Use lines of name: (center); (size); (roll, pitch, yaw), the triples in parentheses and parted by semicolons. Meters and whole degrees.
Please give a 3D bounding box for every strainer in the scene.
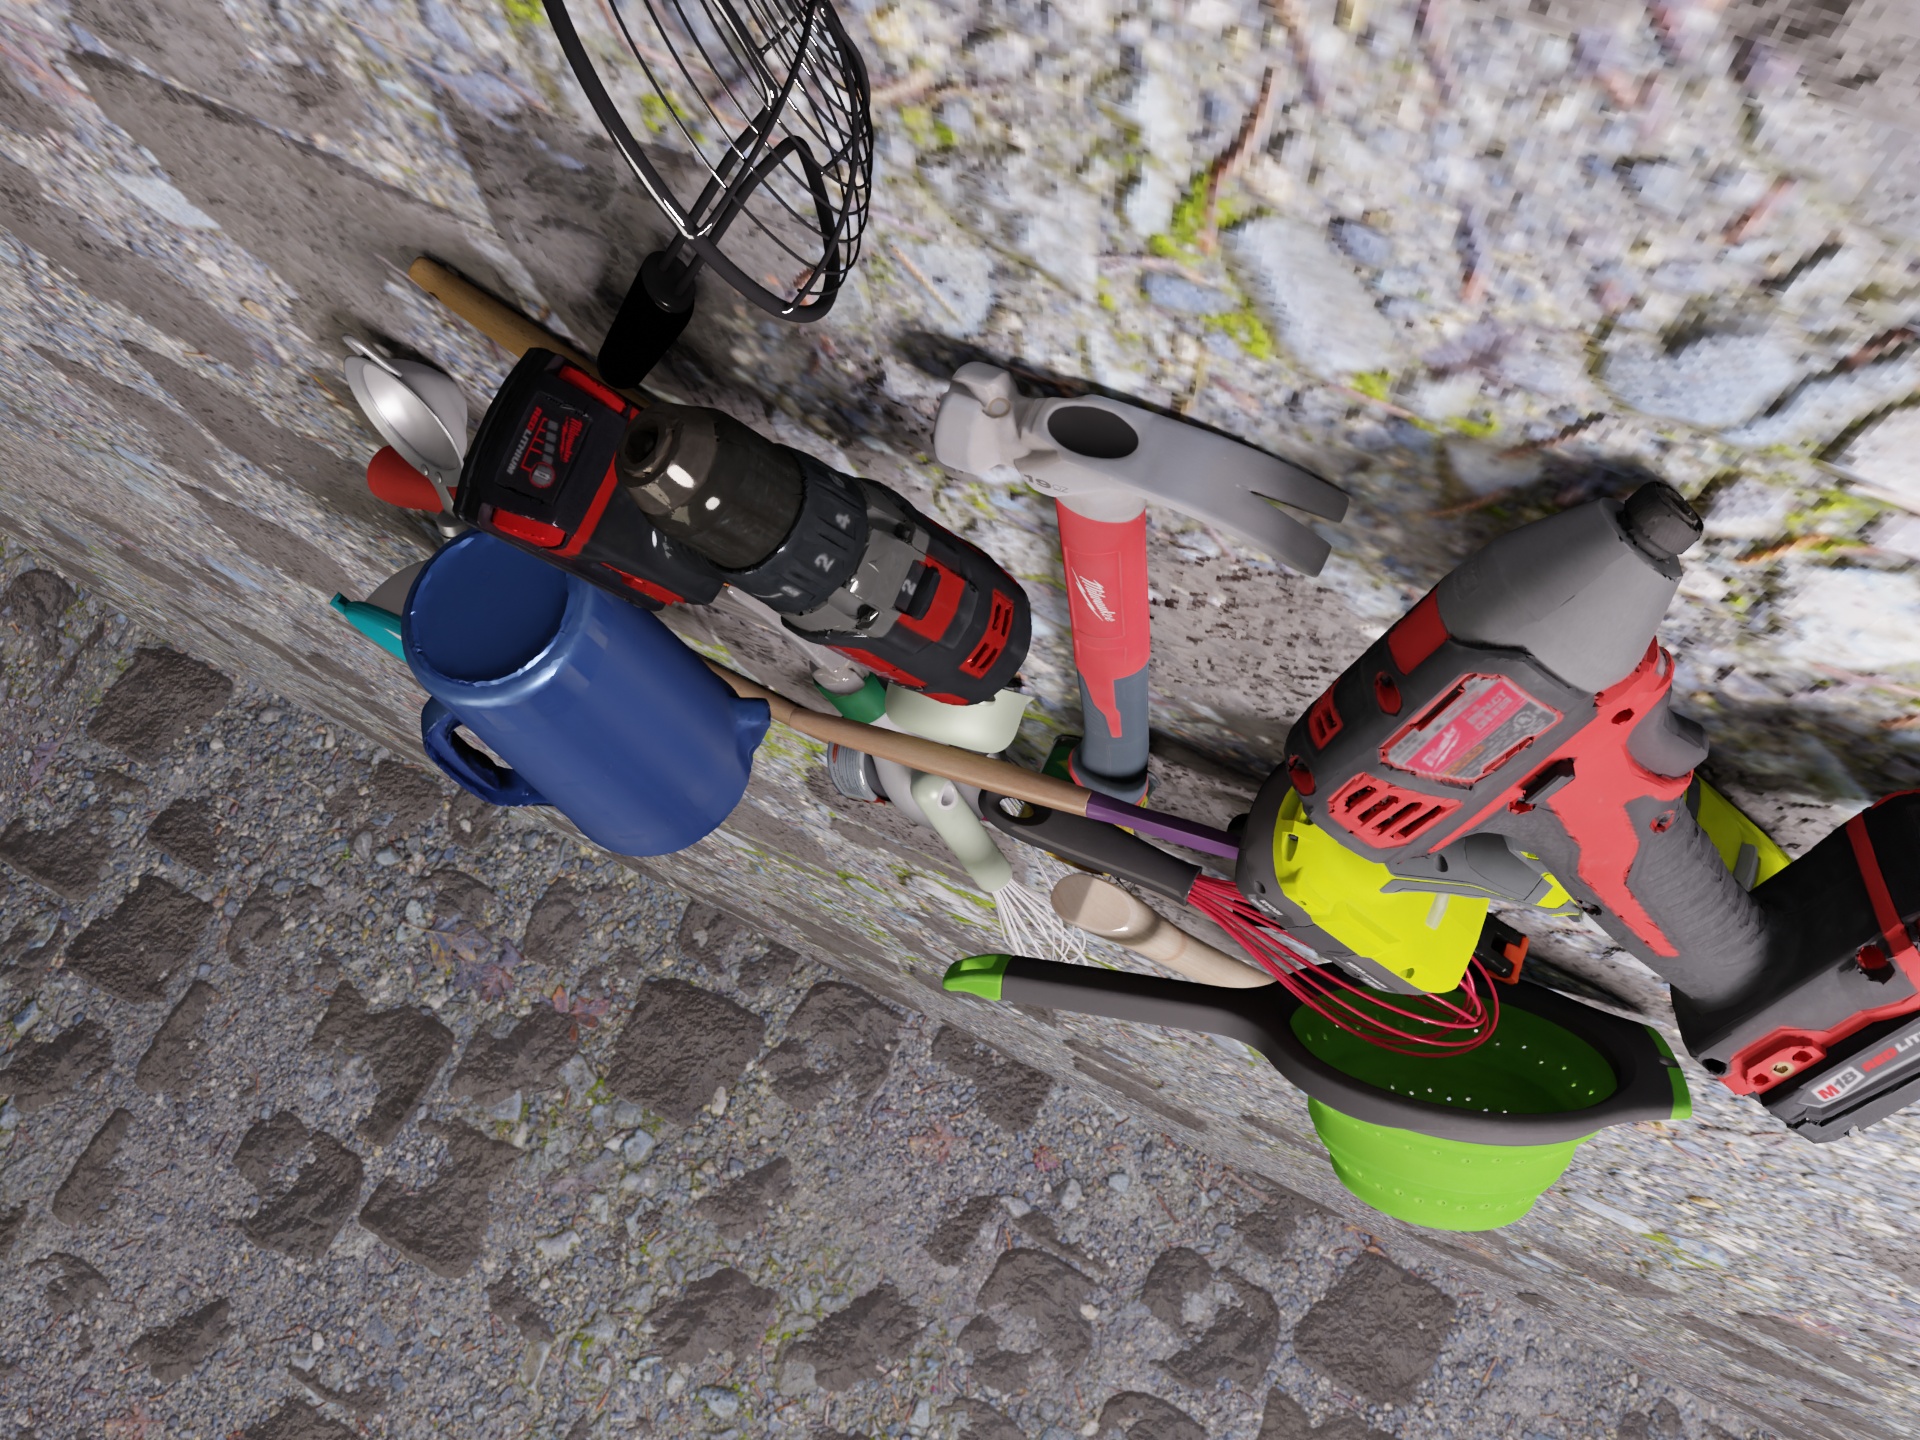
strainer: (-0.289, -0.120, 0.903); (0.087, 0.050, 0.258); (29, 145, 25)
strainer: (-0.300, -0.032, 1.227); (0.340, 0.095, 0.211); (36, 165, -36)

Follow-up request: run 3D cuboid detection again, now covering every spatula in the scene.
spatula: (0.045, 0.037, 0.847); (0.316, 0.018, 0.059); (16, 178, 23)

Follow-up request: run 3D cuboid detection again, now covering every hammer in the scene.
hammer: (0.082, -0.024, 0.709); (0.143, 0.038, 0.386); (22, 164, 15)
hammer: (-0.223, -0.106, 0.933); (0.359, 0.037, 0.149); (22, 168, 27)
hammer: (0.177, 0.172, 1.080); (0.146, 0.038, 0.410); (15, 169, 42)

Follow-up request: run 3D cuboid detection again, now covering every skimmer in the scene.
skimmer: (-0.110, -0.152, 0.518); (0.127, 0.090, 0.363); (64, 160, -7)

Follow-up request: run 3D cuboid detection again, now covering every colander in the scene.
colander: (0.183, 0.201, 0.884); (0.397, 0.094, 0.204); (7, -165, 12)

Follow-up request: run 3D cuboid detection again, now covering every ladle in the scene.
ladle: (-0.121, -0.121, 0.759); (0.315, 0.031, 0.069); (34, 166, -16)

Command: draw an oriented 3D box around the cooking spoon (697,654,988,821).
cooking spoon: (-0.111, 0.002, 1.155); (0.319, 0.017, 0.068); (27, 164, 0)

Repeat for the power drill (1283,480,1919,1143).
power drill: (0.227, 0.026, 0.493); (0.219, 0.079, 0.143); (33, 127, -10)

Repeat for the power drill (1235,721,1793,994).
power drill: (0.248, 0.075, 0.681); (0.190, 0.080, 0.228); (35, 160, -23)

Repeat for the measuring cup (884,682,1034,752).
measuring cup: (-0.001, -0.003, 0.820); (0.083, 0.038, 0.167); (16, -176, -5)

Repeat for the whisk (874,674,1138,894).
whisk: (0.034, 0.040, 0.976); (0.070, 0.070, 0.284); (10, 153, 47)

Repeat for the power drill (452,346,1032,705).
power drill: (-0.101, -0.080, 0.607); (0.227, 0.080, 0.187); (22, 177, 40)

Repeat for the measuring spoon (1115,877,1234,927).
measuring spoon: (0.147, 0.117, 1.112); (0.124, 0.018, 0.034); (27, 166, -25)

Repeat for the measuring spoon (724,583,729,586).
measuring spoon: (-0.166, -0.105, 0.909); (0.021, 0.011, 0.116); (16, 161, 36)

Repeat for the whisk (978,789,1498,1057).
whisk: (0.141, 0.097, 0.846); (0.296, 0.073, 0.073); (24, 164, 16)

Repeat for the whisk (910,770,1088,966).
whisk: (0.025, 0.103, 1.024); (0.059, 0.058, 0.246); (12, 151, 35)
